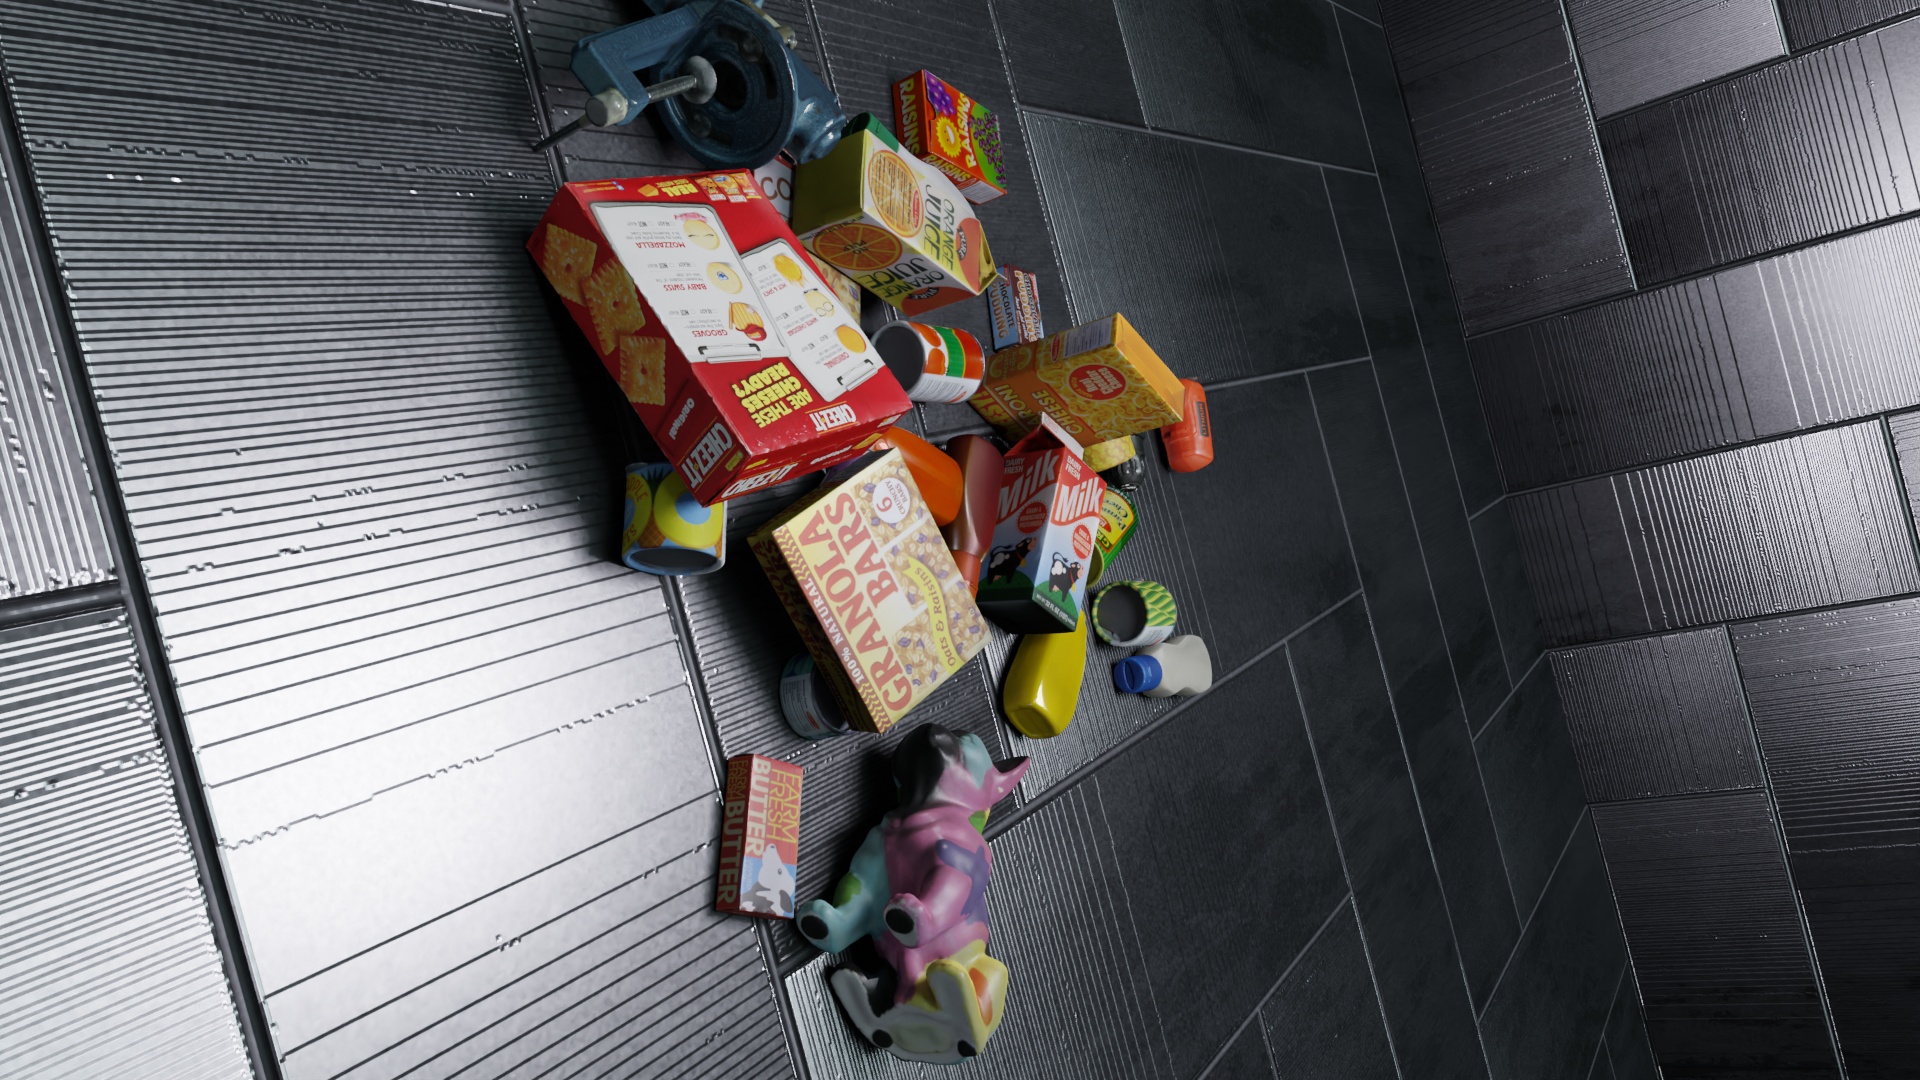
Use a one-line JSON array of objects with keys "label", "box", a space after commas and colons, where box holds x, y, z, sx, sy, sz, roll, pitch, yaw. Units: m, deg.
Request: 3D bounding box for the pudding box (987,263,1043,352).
[{"label": "pudding box", "box": [0.054, -0.221, 1.350, 0.050, 0.030, 0.084, 10, 70, -55]}]

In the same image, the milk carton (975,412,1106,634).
[{"label": "milk carton", "box": [0.074, -0.017, 1.244, 0.072, 0.073, 0.191, 39, 57, -42]}]

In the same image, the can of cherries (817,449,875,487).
[{"label": "can of cherries", "box": [-0.081, -0.027, 1.058, 0.071, 0.071, 0.059, 56, 39, -26]}]

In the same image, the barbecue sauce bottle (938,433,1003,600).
[{"label": "barbecue sauce bottle", "box": [0.004, -0.015, 1.191, 0.064, 0.043, 0.149, 45, 45, -47]}]

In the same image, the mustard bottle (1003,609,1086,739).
[{"label": "mustard bottle", "box": [0.084, 0.103, 1.257, 0.065, 0.048, 0.161, 53, 39, -29]}]

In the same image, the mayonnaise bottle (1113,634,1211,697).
[{"label": "mayonnaise bottle", "box": [0.210, 0.133, 1.434, 0.148, 0.041, 0.065, 0, 77, -54]}]

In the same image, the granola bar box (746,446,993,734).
[{"label": "granola bar box", "box": [-0.062, 0.035, 0.990, 0.125, 0.039, 0.165, -38, 110, -34]}]

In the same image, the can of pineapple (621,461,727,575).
[{"label": "can of pineapple", "box": [-0.186, -0.013, 0.898, 0.071, 0.071, 0.058, 22, 61, -50]}]

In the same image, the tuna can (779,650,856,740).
[{"label": "tuna can", "box": [-0.097, 0.110, 1.009, 0.071, 0.032, 0.071, 25, 59, -49]}]

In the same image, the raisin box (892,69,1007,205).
[{"label": "raisin box", "box": [-0.009, -0.378, 1.311, 0.123, 0.040, 0.086, 11, 70, -52]}]

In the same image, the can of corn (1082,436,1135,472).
[{"label": "can of corn", "box": [0.135, -0.102, 1.390, 0.071, 0.071, 0.058, -34, 107, -54]}]

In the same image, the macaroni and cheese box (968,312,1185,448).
[{"label": "macaroni and cheese box", "box": [0.102, -0.135, 1.266, 0.123, 0.166, 0.040, 39, 48, -41]}]

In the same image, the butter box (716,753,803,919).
[{"label": "butter box", "box": [-0.134, 0.199, 0.931, 0.053, 0.024, 0.104, 28, 57, -49]}]

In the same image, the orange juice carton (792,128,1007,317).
[{"label": "orange juice carton", "box": [-0.044, -0.240, 1.108, 0.192, 0.071, 0.073, 26, 59, -50]}]

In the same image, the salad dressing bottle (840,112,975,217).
[{"label": "salad dressing bottle", "box": [-0.046, -0.318, 1.233, 0.147, 0.044, 0.064, 39, 50, -40]}]

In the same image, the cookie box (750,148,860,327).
[{"label": "cookie box", "box": [-0.131, -0.225, 1.078, 0.123, 0.040, 0.168, 20, 63, -51]}]

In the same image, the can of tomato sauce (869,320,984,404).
[{"label": "can of tomato sauce", "box": [-0.031, -0.151, 1.172, 0.083, 0.071, 0.071, -3, 81, -55]}]

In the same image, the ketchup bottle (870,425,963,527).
[{"label": "ketchup bottle", "box": [-0.057, -0.065, 1.121, 0.148, 0.043, 0.065, 32, 51, -46]}]

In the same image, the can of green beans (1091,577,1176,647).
[{"label": "can of green beans", "box": [0.172, 0.073, 1.379, 0.058, 0.071, 0.071, 4, 75, -54]}]

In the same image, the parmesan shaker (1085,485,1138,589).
[{"label": "parmesan shaker", "box": [0.122, -0.006, 1.340, 0.103, 0.071, 0.071, -46, 116, -52]}]
